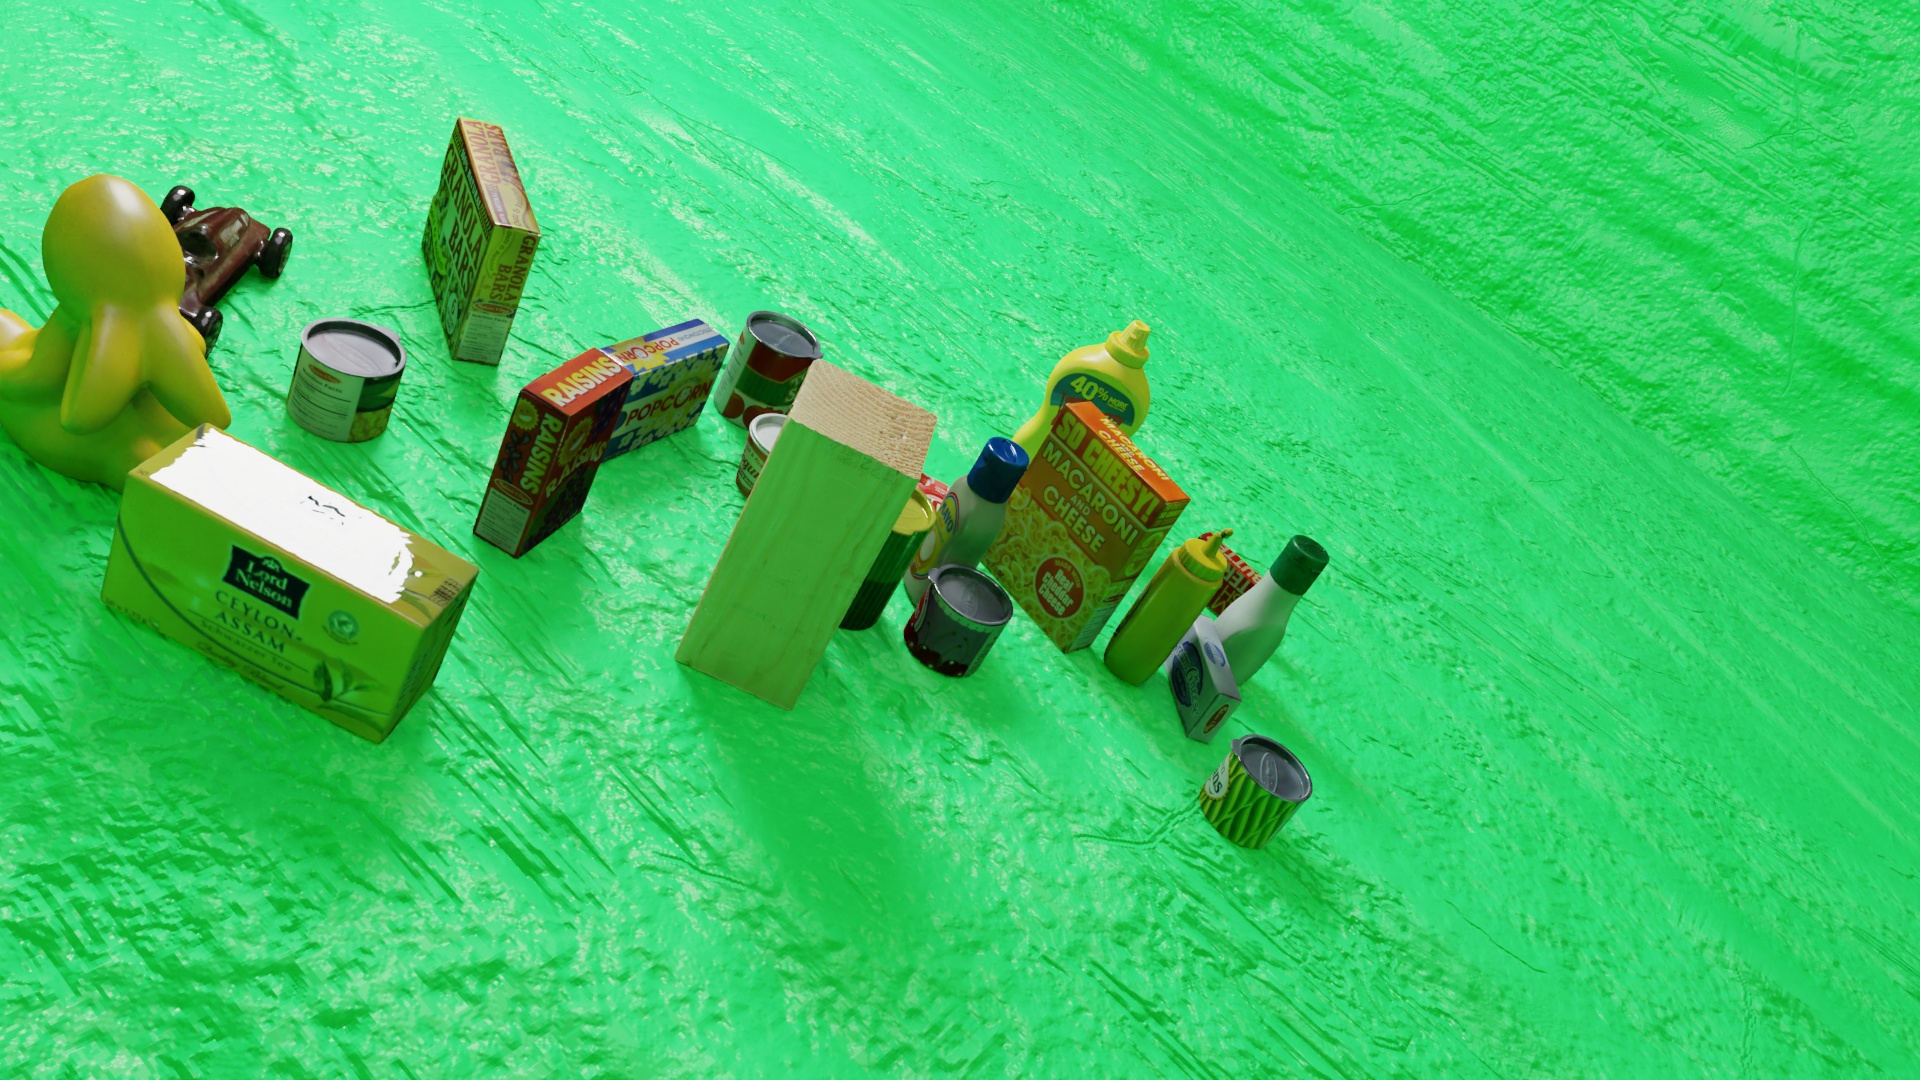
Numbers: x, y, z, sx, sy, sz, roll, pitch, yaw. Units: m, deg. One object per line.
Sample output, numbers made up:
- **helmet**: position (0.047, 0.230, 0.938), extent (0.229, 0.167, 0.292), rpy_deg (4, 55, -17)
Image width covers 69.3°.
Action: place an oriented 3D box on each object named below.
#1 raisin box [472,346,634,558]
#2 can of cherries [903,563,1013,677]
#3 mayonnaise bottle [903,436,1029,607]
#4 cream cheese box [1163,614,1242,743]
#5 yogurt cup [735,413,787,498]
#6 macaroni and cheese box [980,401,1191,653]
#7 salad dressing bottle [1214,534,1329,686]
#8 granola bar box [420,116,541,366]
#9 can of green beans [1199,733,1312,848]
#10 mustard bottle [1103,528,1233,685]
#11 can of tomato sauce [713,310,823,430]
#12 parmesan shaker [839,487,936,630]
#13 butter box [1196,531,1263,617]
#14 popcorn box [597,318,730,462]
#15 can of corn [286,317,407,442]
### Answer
- **raisin box**: position (-0.272, -0.059, 0.931), extent (0.040, 0.122, 0.086), rpy_deg (32, 31, 2)
- **can of cherries**: position (-0.004, 0.059, 1.051), extent (0.071, 0.058, 0.072), rpy_deg (22, 32, -14)
- **mayonnaise bottle**: position (0.004, -0.013, 1.075), extent (0.041, 0.147, 0.065), rpy_deg (13, 35, -27)
- **cream cheese box**: position (0.198, 0.112, 1.151), extent (0.024, 0.053, 0.104), rpy_deg (19, 33, -20)
- **yogurt cup**: position (-0.145, -0.061, 1.108), extent (0.072, 0.053, 0.073), rpy_deg (22, 32, -14)
- **macaroni and cheese box**: position (0.096, -0.011, 1.132), extent (0.040, 0.165, 0.124), rpy_deg (-10, 49, -48)
- **salad dressing bottle**: position (0.259, 0.060, 1.187), extent (0.064, 0.147, 0.044), rpy_deg (10, 36, -31)
- **granola bar box**: position (-0.380, -0.236, 1.092), extent (0.039, 0.123, 0.166), rpy_deg (6, 39, -36)
- **can of green beans**: position (0.224, 0.191, 1.057), extent (0.071, 0.057, 0.071), rpy_deg (22, 32, -14)
- **mustard bottle**: position (0.173, 0.046, 1.122), extent (0.049, 0.159, 0.065), rpy_deg (34, 31, 6)
- **can of tomato sauce**: position (-0.163, -0.142, 1.180), extent (0.071, 0.082, 0.071), rpy_deg (22, 32, -14)
- **parmesan shaker**: position (-0.069, 0.010, 1.023), extent (0.071, 0.102, 0.072), rpy_deg (22, 32, -14)
- **butter box**: position (0.252, 0.045, 1.294), extent (0.103, 0.053, 0.024), rpy_deg (43, 33, 19)
- **popcorn box**: position (-0.241, -0.118, 1.078), extent (0.038, 0.084, 0.127), rpy_deg (37, 32, 11)
- **can of corn**: position (-0.416, -0.109, 0.944), extent (0.071, 0.058, 0.071), rpy_deg (22, 32, -14)
